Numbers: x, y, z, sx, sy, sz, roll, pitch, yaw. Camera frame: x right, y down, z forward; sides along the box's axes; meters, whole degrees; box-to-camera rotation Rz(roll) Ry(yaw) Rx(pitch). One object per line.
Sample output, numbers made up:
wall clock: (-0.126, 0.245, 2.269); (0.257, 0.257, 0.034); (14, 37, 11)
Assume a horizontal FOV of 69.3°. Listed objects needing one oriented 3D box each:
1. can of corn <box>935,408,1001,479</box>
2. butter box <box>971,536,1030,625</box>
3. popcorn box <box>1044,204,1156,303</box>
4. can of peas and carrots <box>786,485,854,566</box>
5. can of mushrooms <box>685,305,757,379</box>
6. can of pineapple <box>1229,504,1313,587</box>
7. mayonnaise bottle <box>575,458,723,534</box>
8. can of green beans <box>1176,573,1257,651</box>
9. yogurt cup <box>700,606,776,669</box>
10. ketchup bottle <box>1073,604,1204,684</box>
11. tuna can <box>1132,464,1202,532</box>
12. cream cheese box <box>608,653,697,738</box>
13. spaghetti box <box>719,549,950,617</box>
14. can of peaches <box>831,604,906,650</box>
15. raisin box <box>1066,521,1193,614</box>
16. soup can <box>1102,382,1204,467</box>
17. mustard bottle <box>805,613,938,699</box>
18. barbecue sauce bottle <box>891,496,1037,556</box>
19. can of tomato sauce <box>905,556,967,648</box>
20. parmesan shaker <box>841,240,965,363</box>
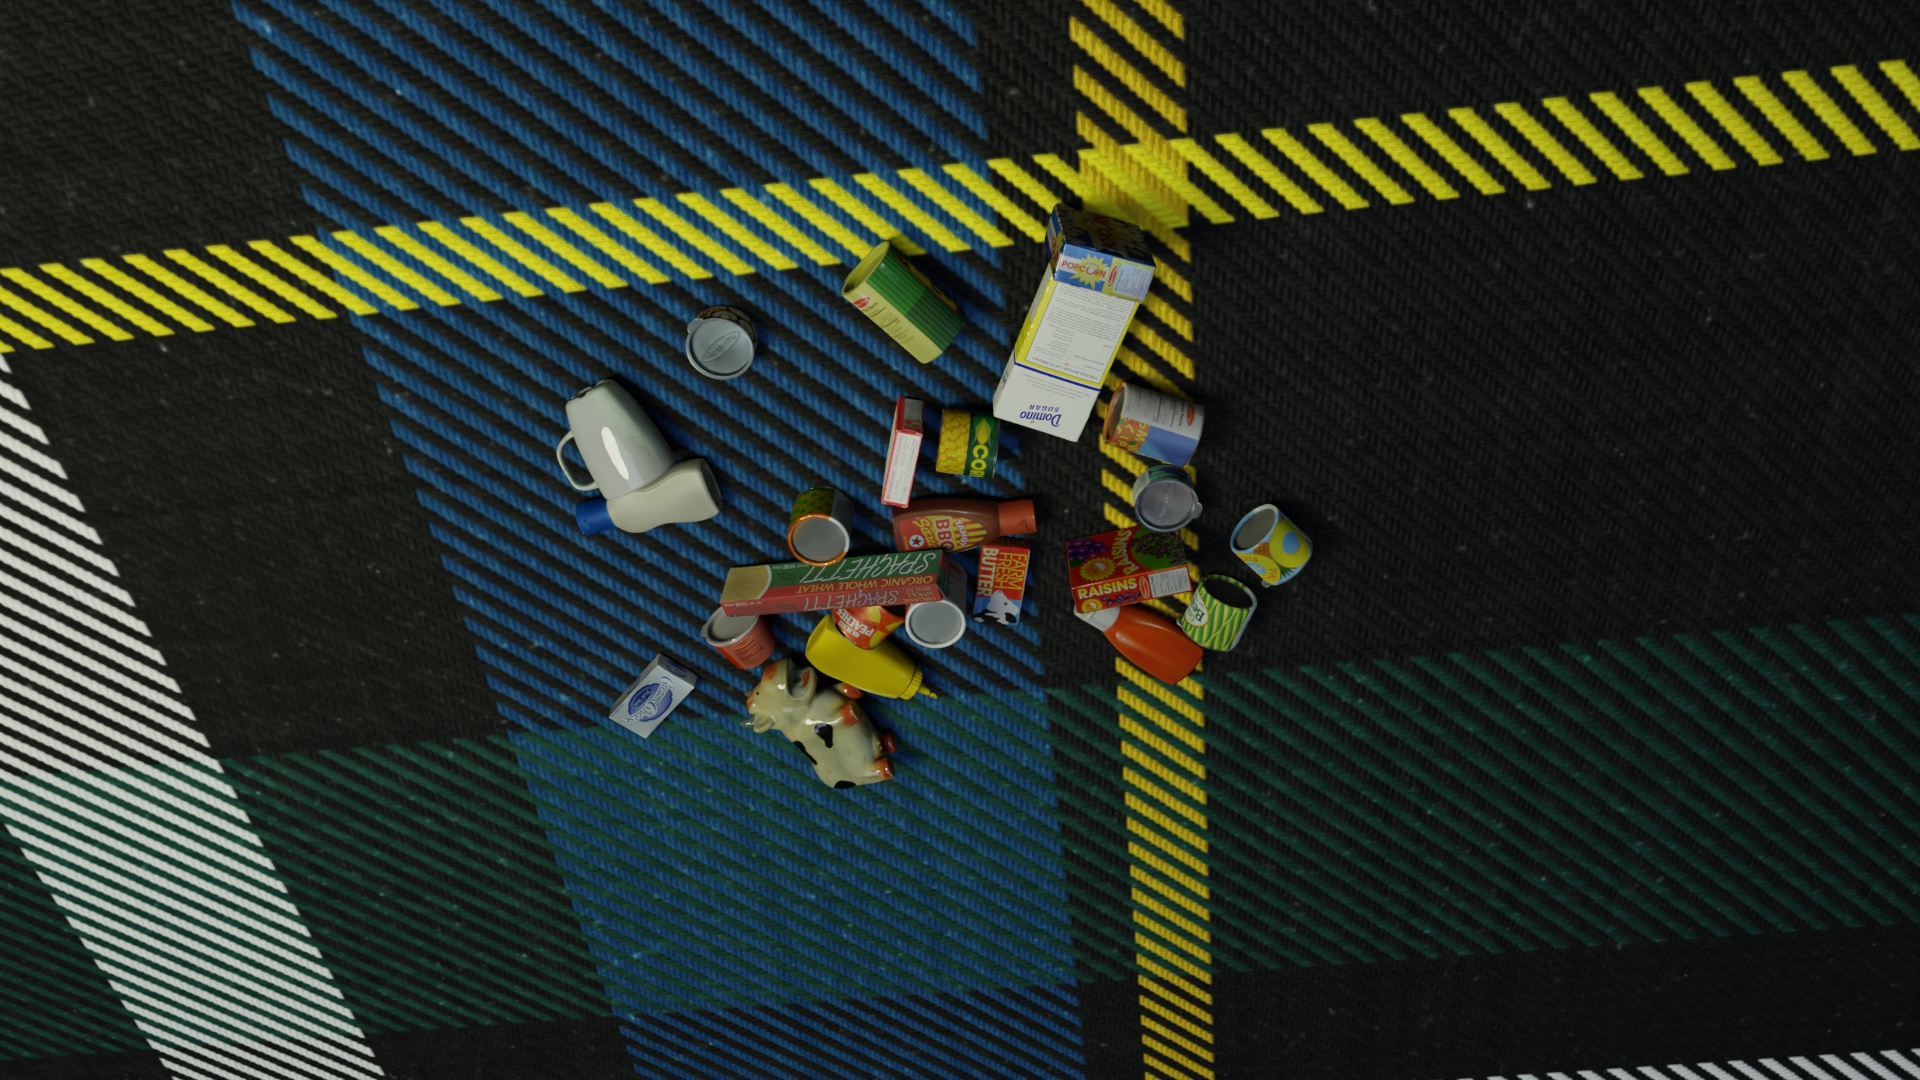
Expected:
can of corn: (0.007, -0.096, 1.397); (0.058, 0.071, 0.070); (7, 122, -3)
butter box: (0.044, 0.043, 1.513); (0.053, 0.024, 0.103); (5, 123, -4)
popcorn box: (0.124, -0.261, 1.258); (0.085, 0.127, 0.038); (13, 118, -8)
can of peas and carrots: (-0.149, -0.014, 1.457); (0.071, 0.059, 0.070); (0, 122, 0)
can of mushrooms: (-0.234, -0.196, 1.357); (0.071, 0.034, 0.070); (0, 123, 1)
can of pineapple: (0.326, 0.005, 1.461); (0.058, 0.071, 0.070); (40, 115, -21)
mayonnaise bottle: (-0.328, -0.040, 1.453); (0.148, 0.041, 0.064); (-13, 120, 10)
can of green beans: (0.281, 0.078, 1.508); (0.071, 0.071, 0.057); (15, 121, -9)
yogurt cup: (-0.240, 0.105, 1.531); (0.072, 0.073, 0.053); (-21, 128, 13)
ketchup bottle: (0.195, 0.102, 1.538); (0.149, 0.044, 0.064); (31, 117, -18)
tuna can: (0.216, -0.044, 1.451); (0.071, 0.033, 0.070); (0, 123, 0)
cream cheese box: (-0.354, 0.180, 1.602); (0.053, 0.024, 0.103); (35, 117, -21)
spaghetti box: (-0.133, 0.046, 1.471); (0.250, 0.050, 0.028); (-5, 138, 17)
can of peaches: (-0.097, 0.077, 1.507); (0.071, 0.071, 0.058); (39, 114, -22)
raisin box: (0.177, 0.026, 1.464); (0.123, 0.086, 0.040); (-12, 126, 8)
soup can: (0.191, -0.114, 1.388); (0.084, 0.072, 0.071); (16, 121, -9)
mustard bottle: (-0.094, 0.141, 1.561); (0.160, 0.049, 0.065); (30, 119, -18)
barbecue sauce bottle: (0.005, -0.018, 1.462); (0.148, 0.044, 0.064); (-7, 126, 4)
can of tomato sauce: (-0.026, 0.067, 1.493); (0.071, 0.083, 0.070); (0, 123, 1)
parmesan shaker: (-0.054, -0.225, 1.320); (0.103, 0.072, 0.071); (39, 115, -23)
